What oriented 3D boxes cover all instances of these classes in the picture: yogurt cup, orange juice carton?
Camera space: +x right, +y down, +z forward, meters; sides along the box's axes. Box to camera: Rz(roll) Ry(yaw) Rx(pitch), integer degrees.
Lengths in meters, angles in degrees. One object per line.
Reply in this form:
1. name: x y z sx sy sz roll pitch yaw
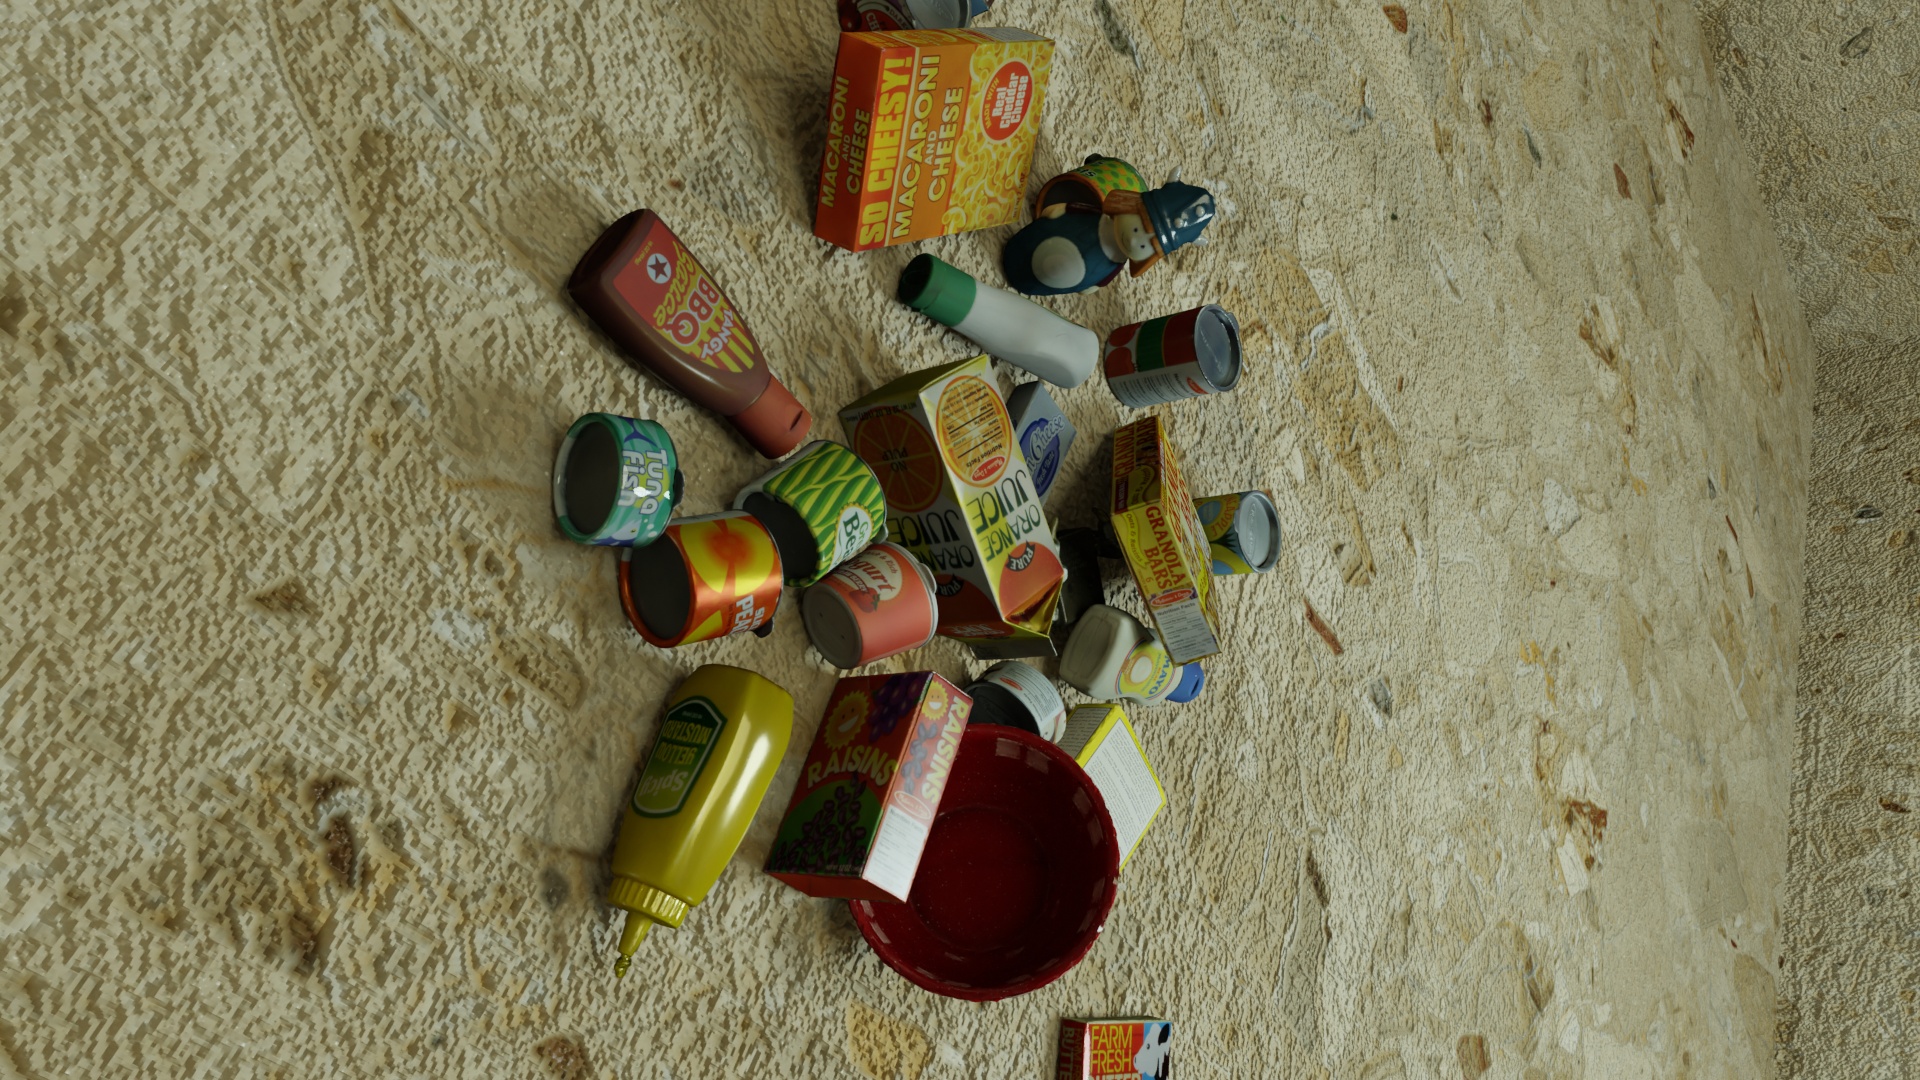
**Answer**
1. yogurt cup: -0.055 0.040 0.808 0.054 0.072 0.072 -25 103 -38
2. orange juice carton: 0.003 -0.011 0.871 0.073 0.071 0.192 -34 109 -45

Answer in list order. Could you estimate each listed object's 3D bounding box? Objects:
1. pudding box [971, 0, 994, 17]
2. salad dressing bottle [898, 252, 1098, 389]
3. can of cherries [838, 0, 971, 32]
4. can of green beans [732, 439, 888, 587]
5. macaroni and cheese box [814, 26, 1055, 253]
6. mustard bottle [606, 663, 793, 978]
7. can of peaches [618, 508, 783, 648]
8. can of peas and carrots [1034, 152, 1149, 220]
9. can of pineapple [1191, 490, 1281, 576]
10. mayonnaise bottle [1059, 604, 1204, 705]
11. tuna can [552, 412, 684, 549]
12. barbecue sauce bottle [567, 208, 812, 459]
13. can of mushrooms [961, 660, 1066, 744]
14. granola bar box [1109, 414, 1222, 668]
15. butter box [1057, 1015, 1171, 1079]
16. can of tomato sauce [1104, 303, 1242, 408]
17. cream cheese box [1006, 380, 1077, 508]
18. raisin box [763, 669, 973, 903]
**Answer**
1. pudding box: -0.004 -0.408 0.955 0.083 0.030 0.050 47 54 -32
2. salad dressing bottle: 0.027 -0.147 0.930 0.147 0.064 0.044 20 87 -36
3. can of cherries: -0.037 -0.340 0.888 0.071 0.058 0.071 9 78 -48
4. can of green beans: -0.085 -0.015 0.779 0.058 0.071 0.071 -40 113 -43
5. macaroni and cheese box: -0.016 -0.254 0.872 0.167 0.040 0.123 -24 134 -46
6. mustard bottle: -0.139 0.141 0.700 0.048 0.065 0.161 43 59 -40
7. can of peaches: -0.134 0.021 0.719 0.058 0.071 0.071 -9 91 -47
8. can of peas and carrots: 0.095 -0.243 1.013 0.059 0.071 0.070 -34 109 -44
9. can of pineapple: 0.214 -0.006 1.112 0.071 0.058 0.071 10 77 -47
10. mayonnaise bottle: 0.129 0.090 1.005 0.148 0.041 0.064 22 93 -52
11. tuna can: -0.170 -0.029 0.686 0.033 0.071 0.071 7 79 -46
12. barbecue sauce bottle: -0.140 -0.105 0.750 0.148 0.043 0.065 48 51 -32
13. can of mushrooms: 0.031 0.113 0.890 0.033 0.071 0.071 -35 110 -46
14. granola bar box: 0.146 -0.004 0.997 0.166 0.039 0.124 -74 143 -65
15. butter box: 0.107 0.359 0.964 0.103 0.024 0.053 19 70 -45
16. can of tomato sauce: 0.162 -0.141 1.057 0.071 0.083 0.071 9 78 -47
17. cream cheese box: 0.043 -0.055 0.957 0.053 0.024 0.104 48 52 -31
18. raisin box: -0.051 0.136 0.779 0.040 0.086 0.124 39 57 -32
